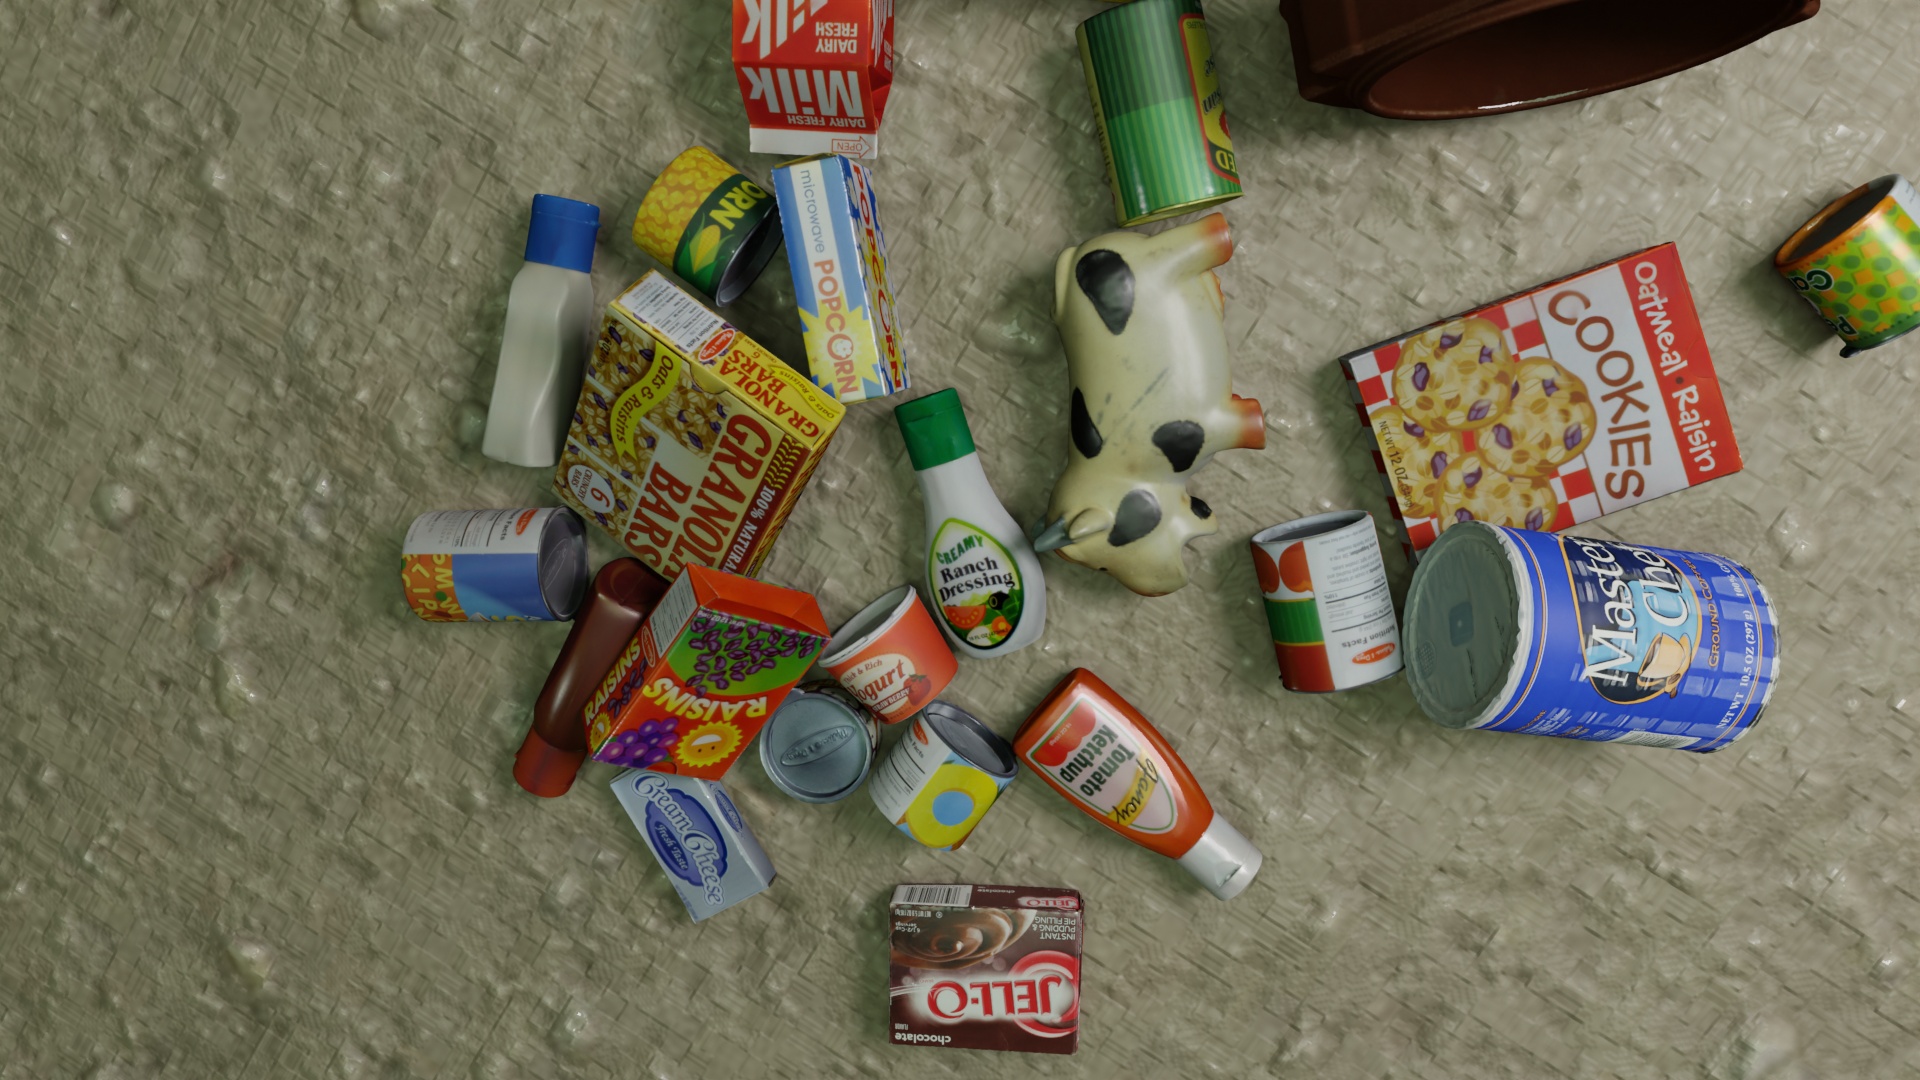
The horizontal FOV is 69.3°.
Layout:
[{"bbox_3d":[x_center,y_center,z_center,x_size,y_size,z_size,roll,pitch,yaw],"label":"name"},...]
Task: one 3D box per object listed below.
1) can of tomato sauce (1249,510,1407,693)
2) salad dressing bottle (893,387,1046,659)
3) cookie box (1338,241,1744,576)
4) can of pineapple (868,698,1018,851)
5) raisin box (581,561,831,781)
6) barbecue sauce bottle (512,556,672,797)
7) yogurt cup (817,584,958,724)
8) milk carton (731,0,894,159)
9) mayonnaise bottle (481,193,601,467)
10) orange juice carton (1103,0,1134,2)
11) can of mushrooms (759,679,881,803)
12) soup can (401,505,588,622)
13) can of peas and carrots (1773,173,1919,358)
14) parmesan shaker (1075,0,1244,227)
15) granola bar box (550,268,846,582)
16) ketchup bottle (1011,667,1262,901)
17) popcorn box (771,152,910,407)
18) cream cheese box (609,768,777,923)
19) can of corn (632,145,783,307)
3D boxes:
[{"bbox_3d":[0.195,0.032,0.743,0.071,0.071,0.083,-14,97,10],"label":"can of tomato sauce"},{"bbox_3d":[0.003,-0.010,0.770,0.064,0.044,0.147,-16,97,22],"label":"salad dressing bottle"},{"bbox_3d":[0.300,-0.067,0.724,0.167,0.040,0.122,-20,96,10],"label":"cookie box"},{"bbox_3d":[-0.009,0.133,0.785,0.071,0.071,0.057,36,103,1],"label":"can of pineapple"},{"bbox_3d":[-0.141,0.076,0.768,0.086,0.040,0.123,18,121,-40],"label":"raisin box"},{"bbox_3d":[-0.217,0.083,0.808,0.043,0.065,0.148,28,111,-5],"label":"barbecue sauce bottle"},{"bbox_3d":[-0.038,0.066,0.780,0.072,0.072,0.054,-35,101,12],"label":"yogurt cup"},{"bbox_3d":[-0.074,-0.297,0.719,0.072,0.073,0.190,5,100,7],"label":"milk carton"},{"bbox_3d":[-0.232,-0.117,0.777,0.041,0.065,0.148,12,97,3],"label":"mayonnaise bottle"},{"bbox_3d":[0.039,-0.317,0.677,0.193,0.073,0.071,3,102,-30],"label":"orange juice carton"},{"bbox_3d":[-0.082,0.114,0.808,0.071,0.033,0.071,1,100,8],"label":"can of mushrooms"},{"bbox_3d":[-0.266,0.017,0.800,0.084,0.071,0.071,-2,99,8],"label":"soup can"},{"bbox_3d":[0.446,-0.135,0.681,0.071,0.071,0.058,-42,91,12],"label":"can of peas and carrots"},{"bbox_3d":[0.101,-0.219,0.710,0.071,0.071,0.103,-13,98,10],"label":"parmesan shaker"},{"bbox_3d":[-0.146,-0.046,0.743,0.124,0.039,0.164,36,138,0],"label":"granola bar box"},{"bbox_3d":[0.103,0.141,0.783,0.149,0.043,0.064,41,102,-1],"label":"ketchup bottle"},{"bbox_3d":[-0.061,-0.136,0.738,0.038,0.085,0.126,-9,98,8],"label":"popcorn box"},{"bbox_3d":[-0.160,0.173,0.832,0.053,0.024,0.103,-30,94,11],"label":"cream cheese box"},{"bbox_3d":[-0.134,-0.172,0.750,0.058,0.071,0.071,36,102,1],"label":"can of corn"}]
